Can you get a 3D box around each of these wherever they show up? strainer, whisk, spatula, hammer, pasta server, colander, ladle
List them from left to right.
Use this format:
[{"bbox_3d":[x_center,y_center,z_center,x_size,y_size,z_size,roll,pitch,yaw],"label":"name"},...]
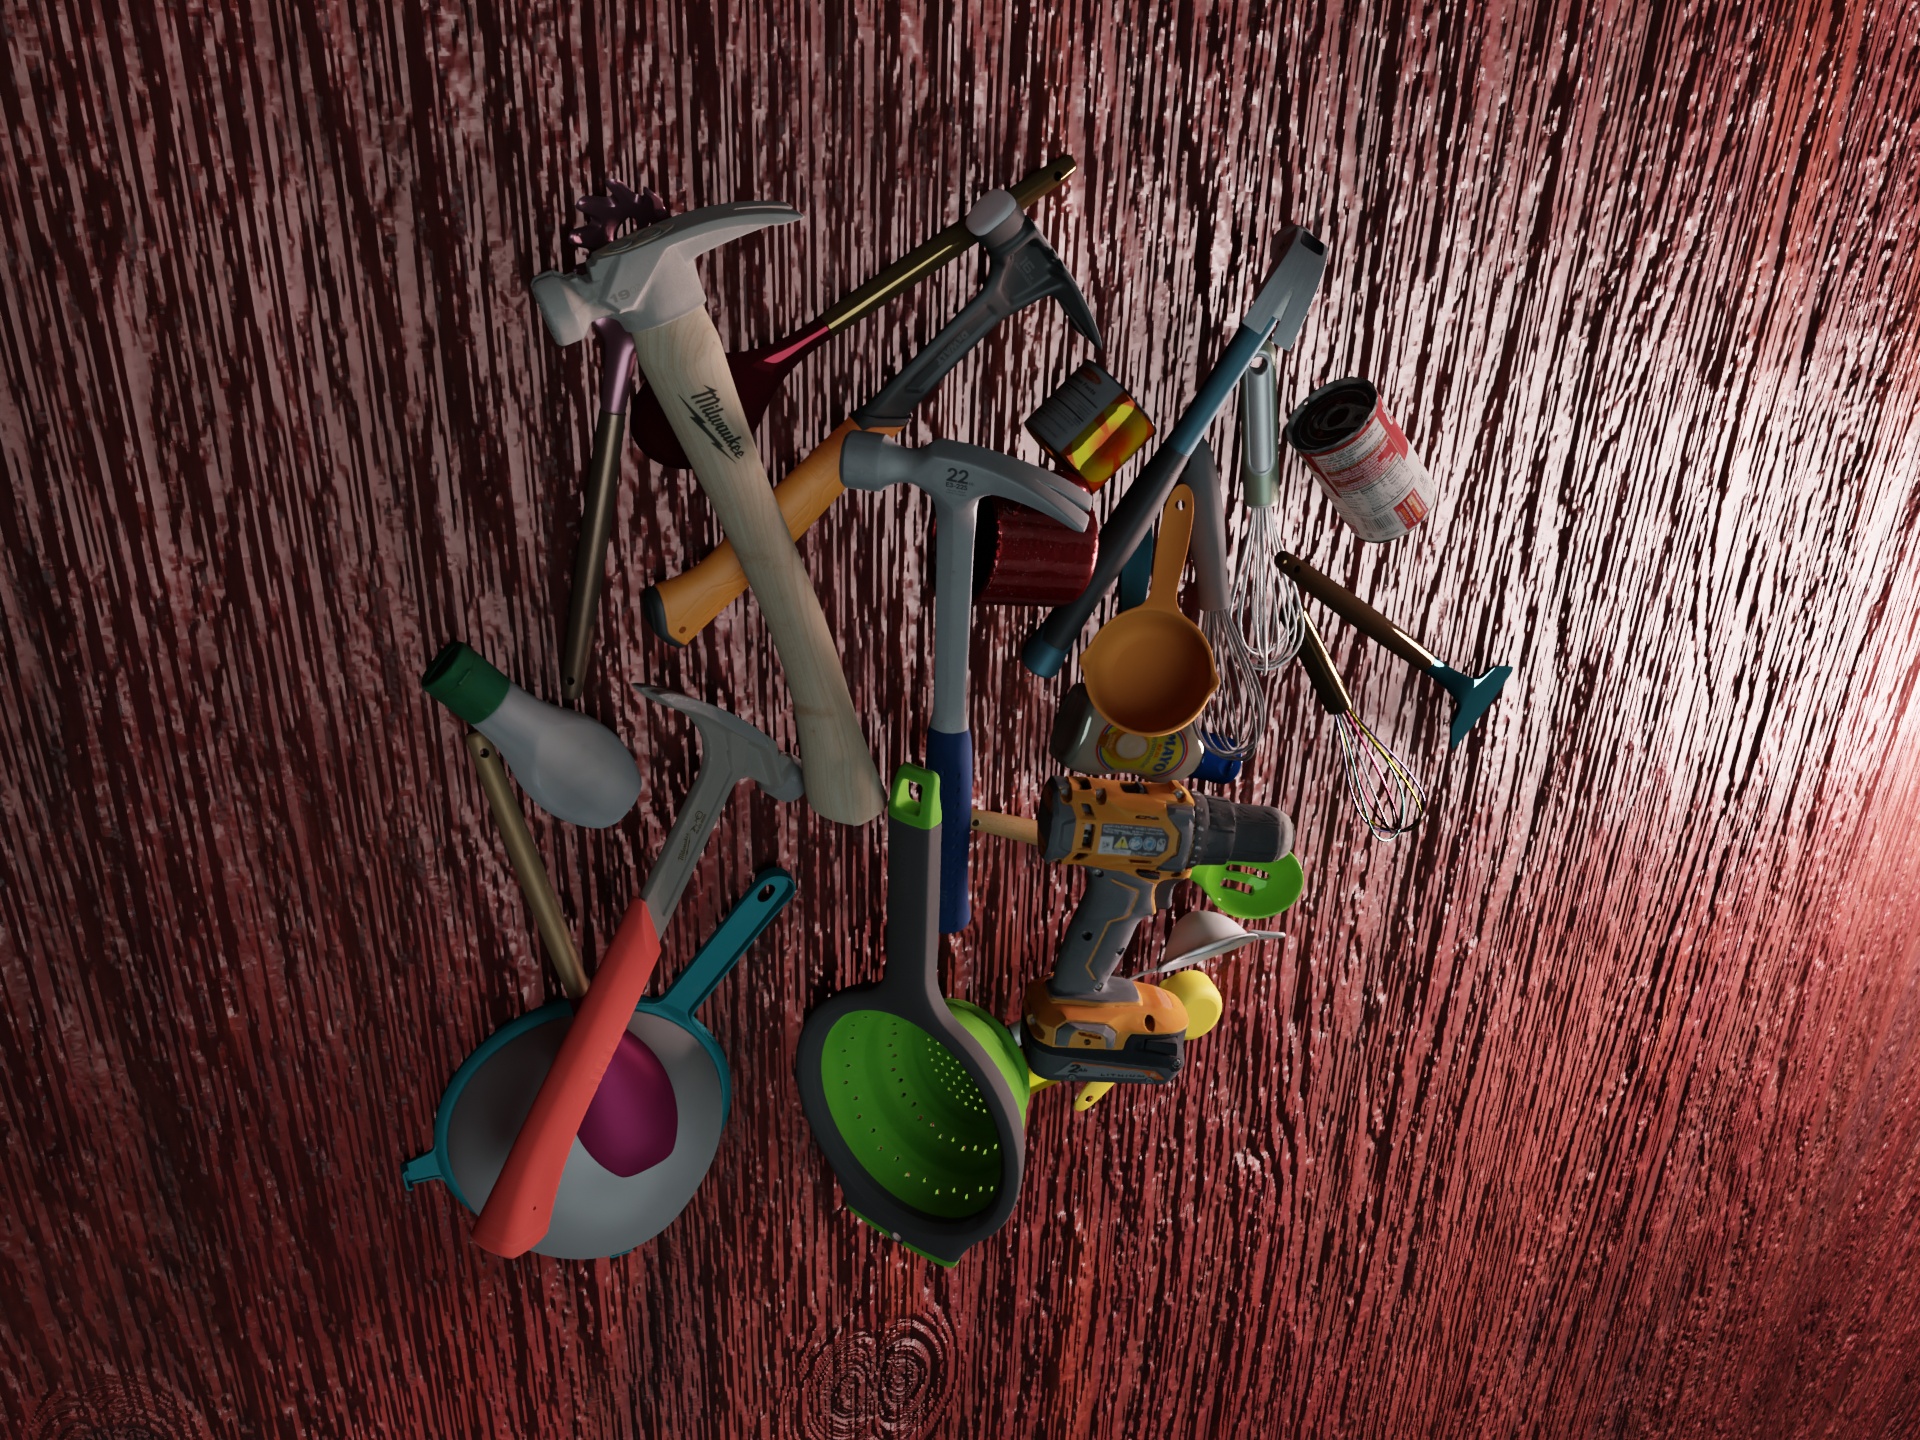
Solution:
[{"bbox_3d":[-0.209,-0.153,0.927,0.060,0.040,0.316,16,113,3],"label":"pasta server"},{"bbox_3d":[-0.219,0.159,0.998,0.149,0.037,0.359,34,78,-48],"label":"hammer"},{"bbox_3d":[-0.214,0.253,1.100,0.210,0.095,0.340,33,100,-33],"label":"strainer"},{"bbox_3d":[-0.106,-0.101,0.952,0.146,0.038,0.410,-25,127,-9],"label":"hammer"},{"bbox_3d":[-0.062,-0.166,0.980,0.337,0.034,0.127,-43,138,5],"label":"hammer"},{"bbox_3d":[-0.059,-0.249,0.952,0.315,0.031,0.069,-35,126,-6],"label":"ladle"},{"bbox_3d":[-0.014,0.199,1.138,0.094,0.205,0.396,-28,129,-47],"label":"colander"},{"bbox_3d":[-0.002,-0.003,1.028,0.144,0.035,0.405,9,134,8],"label":"hammer"},{"bbox_3d":[0.132,0.204,1.263,0.258,0.050,0.086,-25,163,-4],"label":"strainer"},{"bbox_3d":[0.135,-0.167,1.038,0.033,0.128,0.331,30,113,-5],"label":"hammer"},{"bbox_3d":[0.178,-0.082,1.117,0.055,0.055,0.239,-15,108,-17],"label":"whisk"},{"bbox_3d":[0.211,-0.146,1.115,0.058,0.059,0.246,-3,116,8],"label":"whisk"},{"bbox_3d":[0.299,0.006,1.236,0.051,0.047,0.244,-42,121,-14],"label":"whisk"},{"bbox_3d":[0.328,-0.058,1.197,0.317,0.044,0.082,28,102,-37],"label":"spatula"}]

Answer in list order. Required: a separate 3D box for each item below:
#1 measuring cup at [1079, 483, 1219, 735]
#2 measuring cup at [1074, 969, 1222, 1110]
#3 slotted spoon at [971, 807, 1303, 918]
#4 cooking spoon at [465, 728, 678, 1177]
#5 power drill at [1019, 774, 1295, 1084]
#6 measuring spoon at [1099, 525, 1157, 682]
[{"bbox_3d":[0.138,-0.073,1.093,0.095,0.052,0.173,10,86,10],"label":"measuring cup"},{"bbox_3d":[0.154,0.273,1.313,0.156,0.029,0.062,-46,124,2],"label":"measuring cup"},{"bbox_3d":[0.132,0.100,1.218,0.313,0.031,0.070,14,109,-27],"label":"slotted spoon"},{"bbox_3d":[-0.254,0.153,1.023,0.069,0.017,0.318,-23,106,-21],"label":"cooking spoon"},{"bbox_3d":[0.139,0.151,1.168,0.185,0.084,0.226,4,109,-8],"label":"power drill"},{"bbox_3d":[0.120,-0.090,1.123,0.042,0.021,0.128,1,107,-9],"label":"measuring spoon"}]
